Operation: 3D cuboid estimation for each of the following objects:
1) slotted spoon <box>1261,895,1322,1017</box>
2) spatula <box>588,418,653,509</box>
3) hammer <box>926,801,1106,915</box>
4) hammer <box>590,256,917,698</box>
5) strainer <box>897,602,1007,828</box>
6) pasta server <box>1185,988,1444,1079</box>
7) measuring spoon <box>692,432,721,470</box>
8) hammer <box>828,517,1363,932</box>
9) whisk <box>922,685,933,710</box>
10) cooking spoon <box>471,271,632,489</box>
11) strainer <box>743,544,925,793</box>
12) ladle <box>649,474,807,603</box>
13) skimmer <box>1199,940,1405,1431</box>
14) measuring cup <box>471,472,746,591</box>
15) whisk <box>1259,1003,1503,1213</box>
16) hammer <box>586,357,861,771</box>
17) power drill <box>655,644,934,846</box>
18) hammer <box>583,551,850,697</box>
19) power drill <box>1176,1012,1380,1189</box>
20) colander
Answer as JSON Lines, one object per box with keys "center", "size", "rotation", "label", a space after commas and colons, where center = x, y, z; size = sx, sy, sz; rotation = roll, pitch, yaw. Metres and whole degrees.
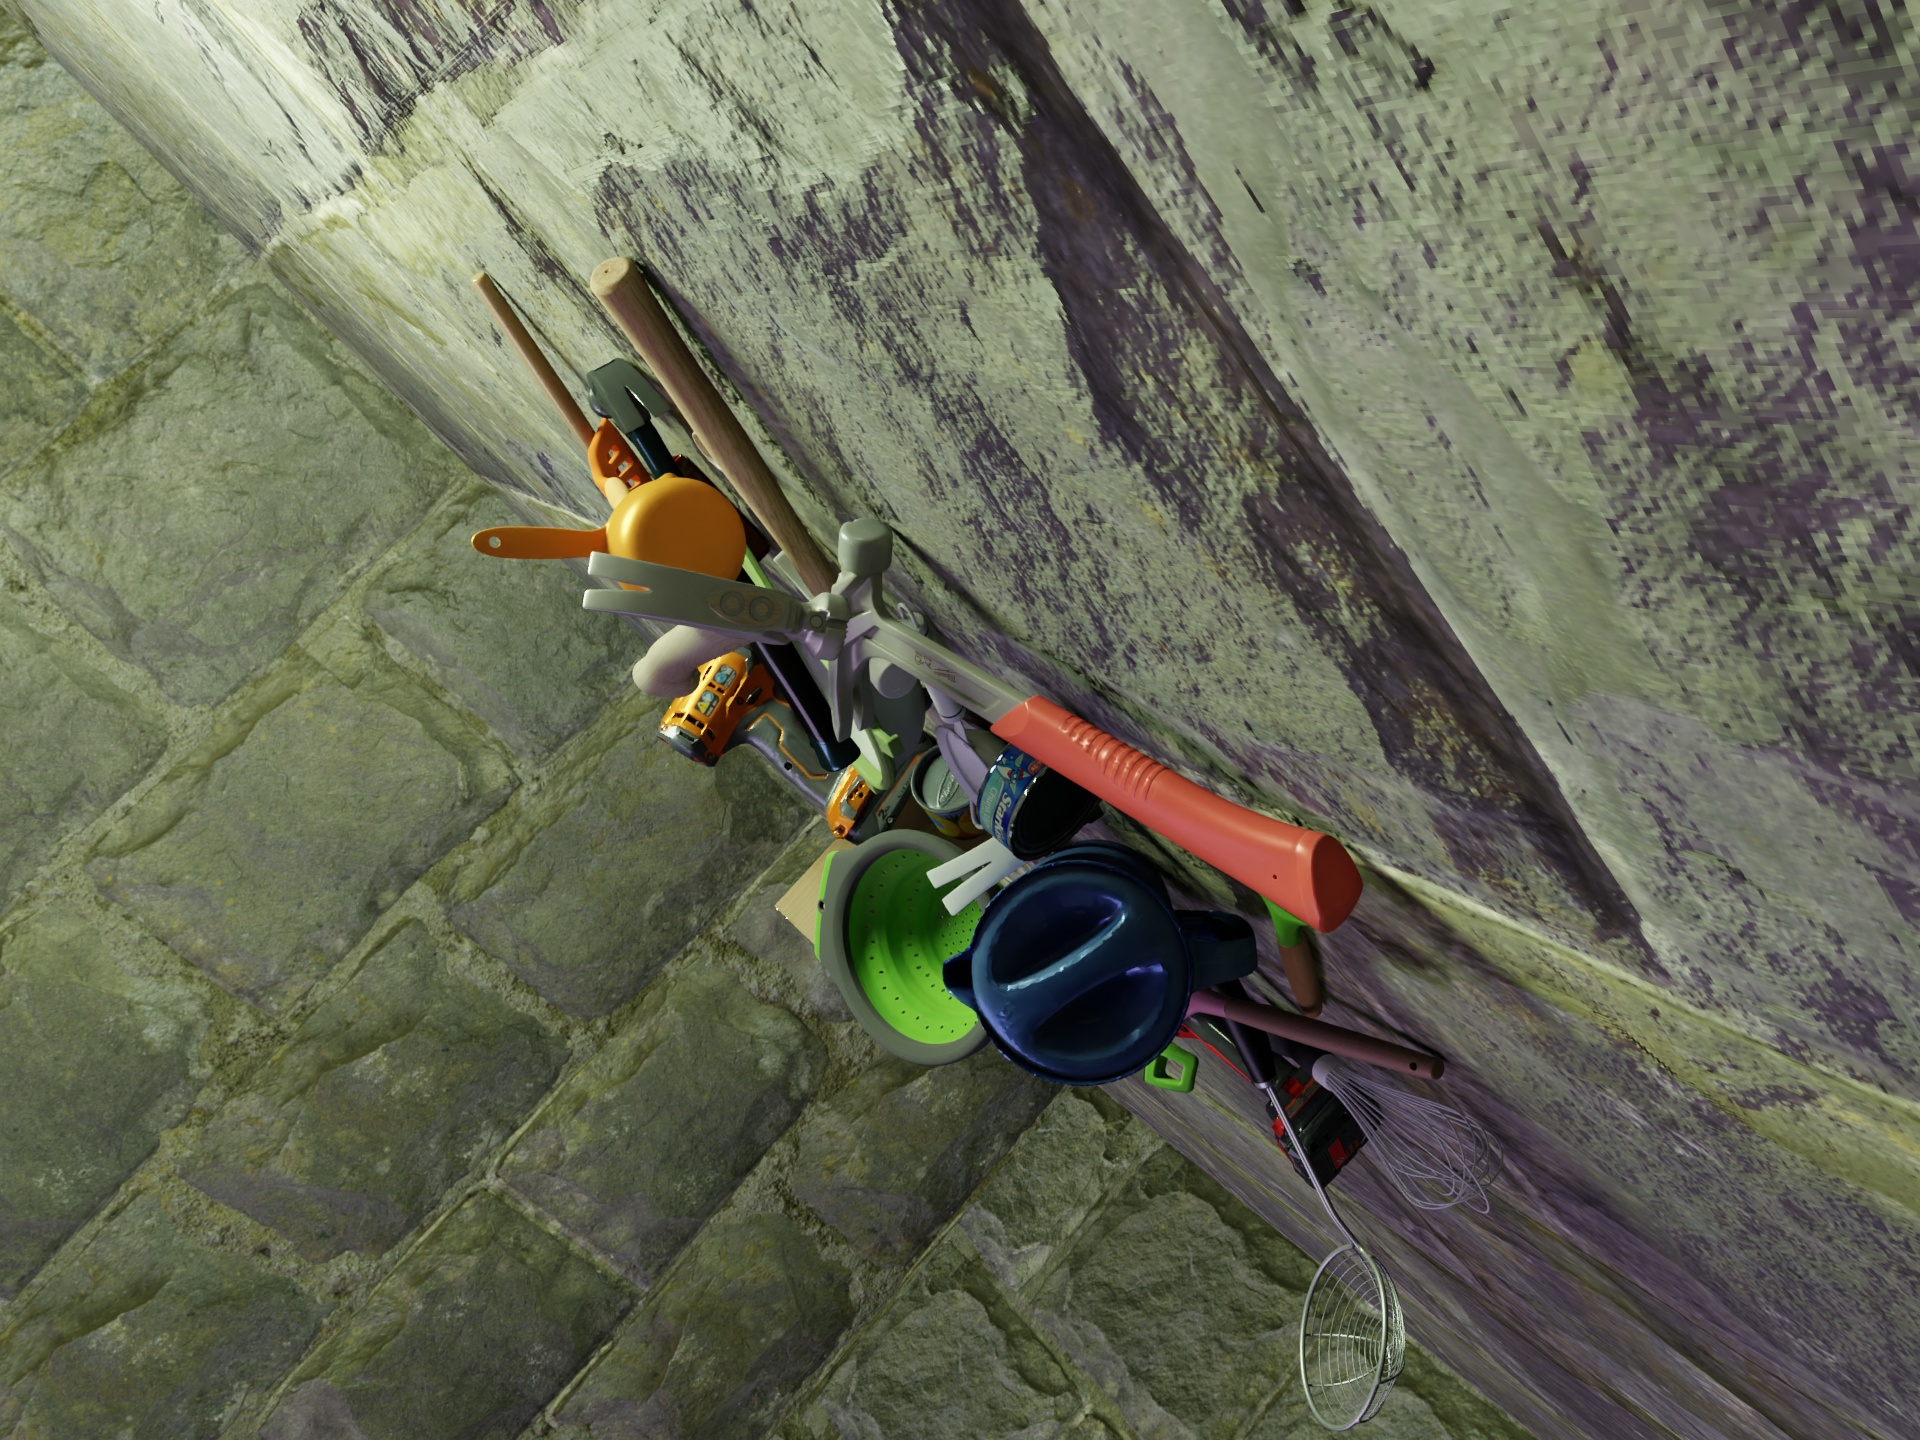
{"center": [0.200, 0.135, 0.960], "size": [0.070, 0.031, 0.313], "rotation": [39, 172, 28], "label": "slotted spoon"}
{"center": [-0.255, -0.181, 1.209], "size": [0.081, 0.041, 0.323], "rotation": [56, 175, -19], "label": "spatula"}
{"center": [0.039, 0.096, 1.226], "size": [0.034, 0.127, 0.337], "rotation": [57, 177, 4], "label": "hammer"}
{"center": [-0.128, -0.149, 0.985], "size": [0.130, 0.031, 0.331], "rotation": [49, 174, 45], "label": "hammer"}
{"center": [-0.002, -0.004, 1.132], "size": [0.087, 0.050, 0.258], "rotation": [42, 166, 35], "label": "strainer"}
{"center": [0.198, 0.204, 1.088], "size": [0.040, 0.060, 0.316], "rotation": [-1, -177, -32], "label": "pasta server"}
{"center": [-0.166, -0.203, 1.011], "size": [0.034, 0.018, 0.124], "rotation": [38, 163, 27], "label": "measuring spoon"}
{"center": [0.056, 0.020, 0.867], "size": [0.359, 0.037, 0.149], "rotation": [31, 133, 34], "label": "hammer"}
{"center": [-0.101, -0.052, 1.322], "size": [0.057, 0.059, 0.247], "rotation": [-1, -162, -39], "label": "whisk"}
{"center": [-0.311, -0.236, 1.324], "size": [0.069, 0.017, 0.318], "rotation": [-96, -18, -47], "label": "cooking spoon"}
{"center": [-0.099, -0.071, 1.194], "size": [0.256, 0.069, 0.151], "rotation": [57, 166, 8], "label": "strainer"}
{"center": [-0.195, -0.130, 1.349], "size": [0.316, 0.069, 0.031], "rotation": [44, -168, 29], "label": "ladle"}
{"center": [0.226, 0.332, 1.164], "size": [0.363, 0.090, 0.127], "rotation": [65, 166, 0], "label": "skimmer"}
{"center": [-0.223, -0.114, 1.026], "size": [0.173, 0.095, 0.052], "rotation": [-2, -175, -25], "label": "measuring cup"}
{"center": [0.279, 0.262, 1.117], "size": [0.070, 0.070, 0.285], "rotation": [47, 175, -23], "label": "whisk"}
{"center": [-0.168, -0.109, 1.133], "size": [0.331, 0.033, 0.128], "rotation": [59, 168, -7], "label": "hammer"}
{"center": [-0.138, 0.002, 1.439], "size": [0.226, 0.164, 0.084], "rotation": [30, 171, -2], "label": "power drill"}
{"center": [-0.192, -0.051, 1.068], "size": [0.146, 0.038, 0.410], "rotation": [10, 173, -17], "label": "hammer"}
{"center": [0.233, 0.276, 1.308], "size": [0.220, 0.078, 0.143], "rotation": [40, 171, 32], "label": "power drill"}
{"center": [0.048, 0.212, 1.341], "size": [0.397, 0.204, 0.094], "rotation": [19, -162, 37], "label": "colander"}
